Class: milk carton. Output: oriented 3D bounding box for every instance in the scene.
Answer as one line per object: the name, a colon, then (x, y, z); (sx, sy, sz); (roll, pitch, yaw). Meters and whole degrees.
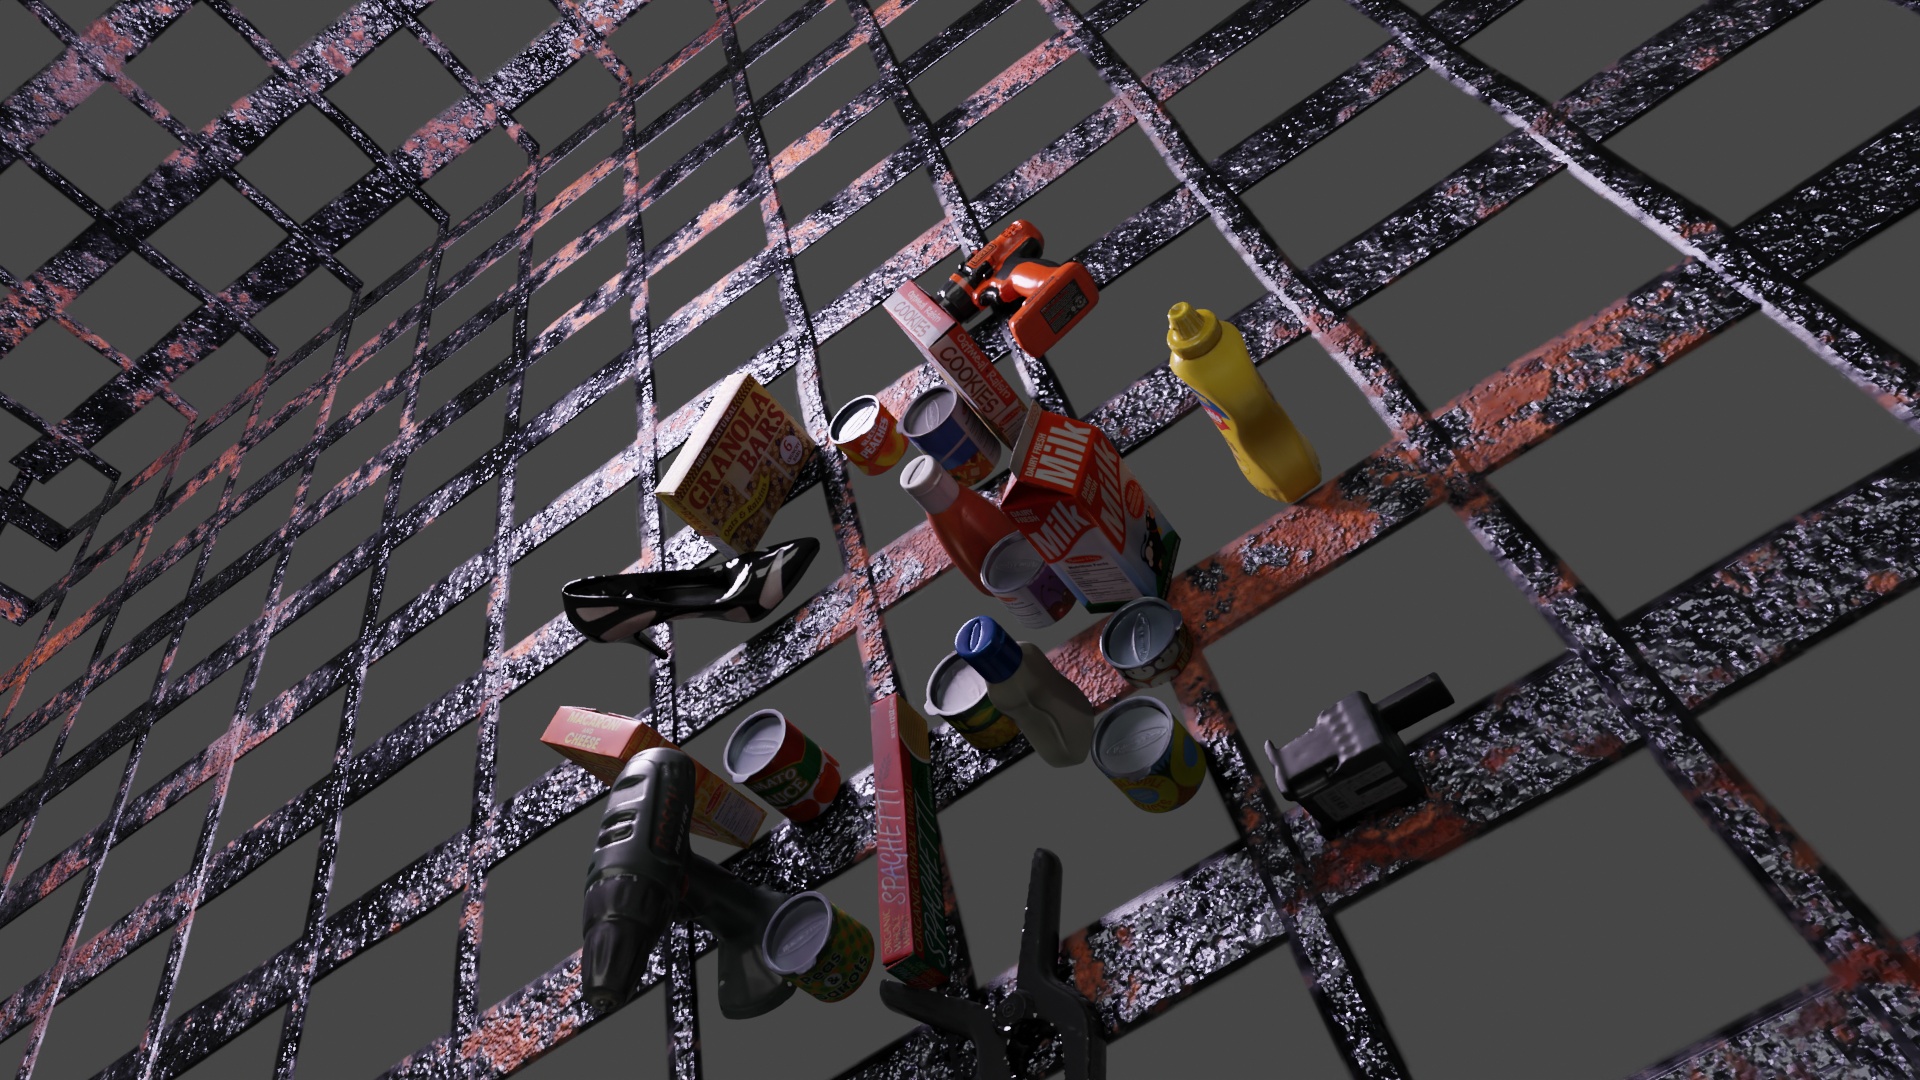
milk carton: (0.096, -0.025, 1.104); (0.073, 0.190, 0.073); (-8, 49, 37)

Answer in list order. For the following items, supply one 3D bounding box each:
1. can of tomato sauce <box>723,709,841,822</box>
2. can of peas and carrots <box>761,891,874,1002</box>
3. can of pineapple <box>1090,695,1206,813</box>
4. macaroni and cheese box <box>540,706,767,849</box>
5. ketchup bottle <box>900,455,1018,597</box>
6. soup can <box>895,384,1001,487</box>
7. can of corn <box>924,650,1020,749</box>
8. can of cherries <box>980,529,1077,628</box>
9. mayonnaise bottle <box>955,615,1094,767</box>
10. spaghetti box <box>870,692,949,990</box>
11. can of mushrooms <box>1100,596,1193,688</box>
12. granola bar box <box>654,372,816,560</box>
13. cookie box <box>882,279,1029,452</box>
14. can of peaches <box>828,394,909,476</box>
can of tomato sauce: (-0.152, 0.196, 1.196); (0.071, 0.083, 0.071); (-24, 41, 23)
can of peas and carrots: (-0.107, 0.313, 1.062); (0.071, 0.058, 0.071); (-24, 41, 23)
can of pineapple: (0.136, 0.157, 1.001); (0.071, 0.057, 0.071); (-24, 41, 23)
macaroni and cheese box: (-0.268, 0.207, 1.219); (0.123, 0.166, 0.040); (2, 55, 43)
ketchup bottle: (0.004, -0.015, 1.209); (0.043, 0.148, 0.065); (7, 59, 45)
soup can: (-0.011, -0.100, 1.359); (0.071, 0.083, 0.072); (-24, 41, 23)
can of corn: (0.014, 0.130, 1.134); (0.071, 0.058, 0.071); (-24, 41, 23)
can of cherries: (0.062, 0.031, 1.188); (0.071, 0.058, 0.072); (-24, 41, 23)
mayonnaise bottle: (0.050, 0.111, 1.047); (0.041, 0.147, 0.065); (-16, 44, 30)
spaghetti box: (-0.042, 0.230, 1.092); (0.028, 0.050, 0.251); (-28, 39, 18)
can of mushrooms: (0.148, 0.080, 1.086); (0.071, 0.033, 0.071); (-24, 41, 23)
granola bar box: (-0.242, -0.079, 1.509); (0.039, 0.124, 0.166); (1, 55, 42)
cookie box: (0.006, -0.165, 1.339); (0.040, 0.167, 0.123); (-42, 37, 1)
can of peaches: (-0.095, -0.109, 1.463); (0.071, 0.058, 0.071); (-24, 41, 23)
